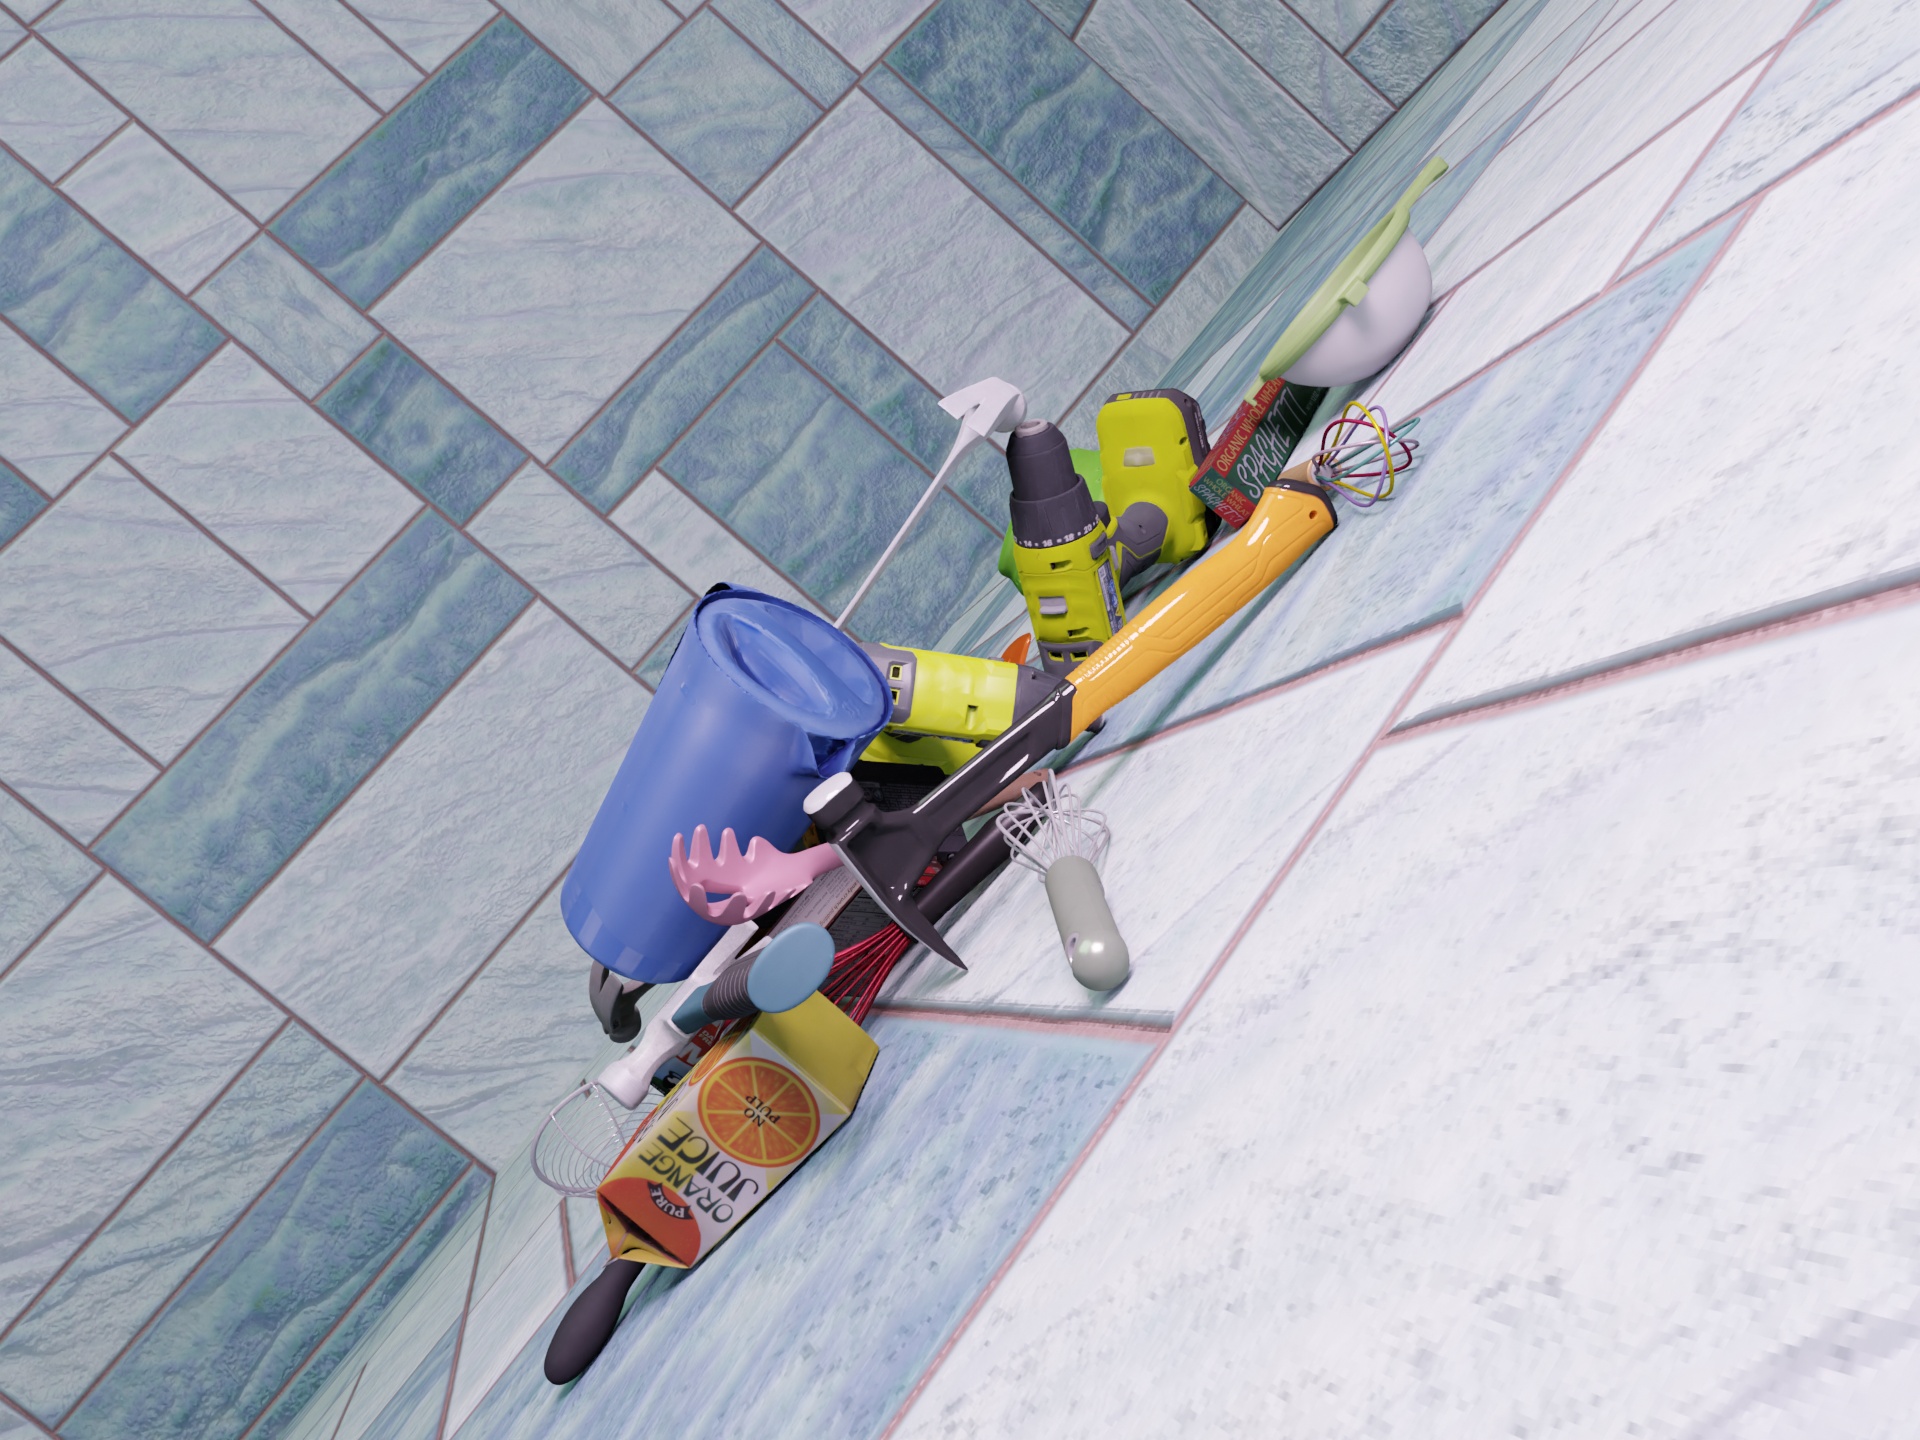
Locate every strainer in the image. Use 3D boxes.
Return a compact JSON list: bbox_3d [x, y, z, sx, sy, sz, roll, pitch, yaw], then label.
[{"bbox_3d":[0.316,-0.323,1.162,0.256,0.069,0.151,-52,4,-28],"label":"strainer"}]

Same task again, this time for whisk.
[{"bbox_3d":[0.216,-0.150,0.923,0.051,0.047,0.245,-50,2,3],"label":"whisk"},{"bbox_3d":[0.051,0.072,0.732,0.246,0.059,0.058,-101,15,-78],"label":"whisk"},{"bbox_3d":[-0.174,0.286,1.008,0.285,0.070,0.070,-58,9,-26],"label":"whisk"},{"bbox_3d":[-0.049,0.142,0.981,0.296,0.073,0.073,-44,5,-4],"label":"whisk"}]

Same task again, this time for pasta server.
[{"bbox_3d":[-0.044,0.063,0.932,0.316,0.060,0.040,-16,-44,-47],"label":"pasta server"}]

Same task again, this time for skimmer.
[{"bbox_3d":[-0.219,0.258,1.339,0.363,0.090,0.127,-53,-26,-52],"label":"skimmer"}]

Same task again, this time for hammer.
[{"bbox_3d":[-0.149,0.126,1.300,0.359,0.037,0.149,-37,-16,-25],"label":"hammer"},{"bbox_3d":[-0.087,-0.057,1.065,0.405,0.035,0.144,-54,-2,12],"label":"hammer"},{"bbox_3d":[0.080,-0.012,0.879,0.337,0.127,0.034,-40,16,-6],"label":"hammer"},{"bbox_3d":[-0.125,0.149,0.856,0.128,0.033,0.331,-50,5,-23],"label":"hammer"}]

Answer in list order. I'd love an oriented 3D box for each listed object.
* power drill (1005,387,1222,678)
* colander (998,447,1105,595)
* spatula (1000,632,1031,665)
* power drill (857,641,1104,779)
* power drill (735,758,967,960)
[{"bbox_3d":[0.106,-0.153,1.143,0.080,0.190,0.228,1,31,31],"label":"power drill"},{"bbox_3d":[0.076,-0.122,1.321,0.397,0.094,0.204,-71,-1,-55],"label":"colander"},{"bbox_3d":[-0.025,0.057,1.426,0.323,0.041,0.081,-52,7,-18],"label":"spatula"},{"bbox_3d":[-0.002,-0.004,1.122,0.223,0.171,0.080,143,134,-80],"label":"power drill"},{"bbox_3d":[-0.093,0.115,1.162,0.185,0.084,0.226,6,-34,-45],"label":"power drill"}]
